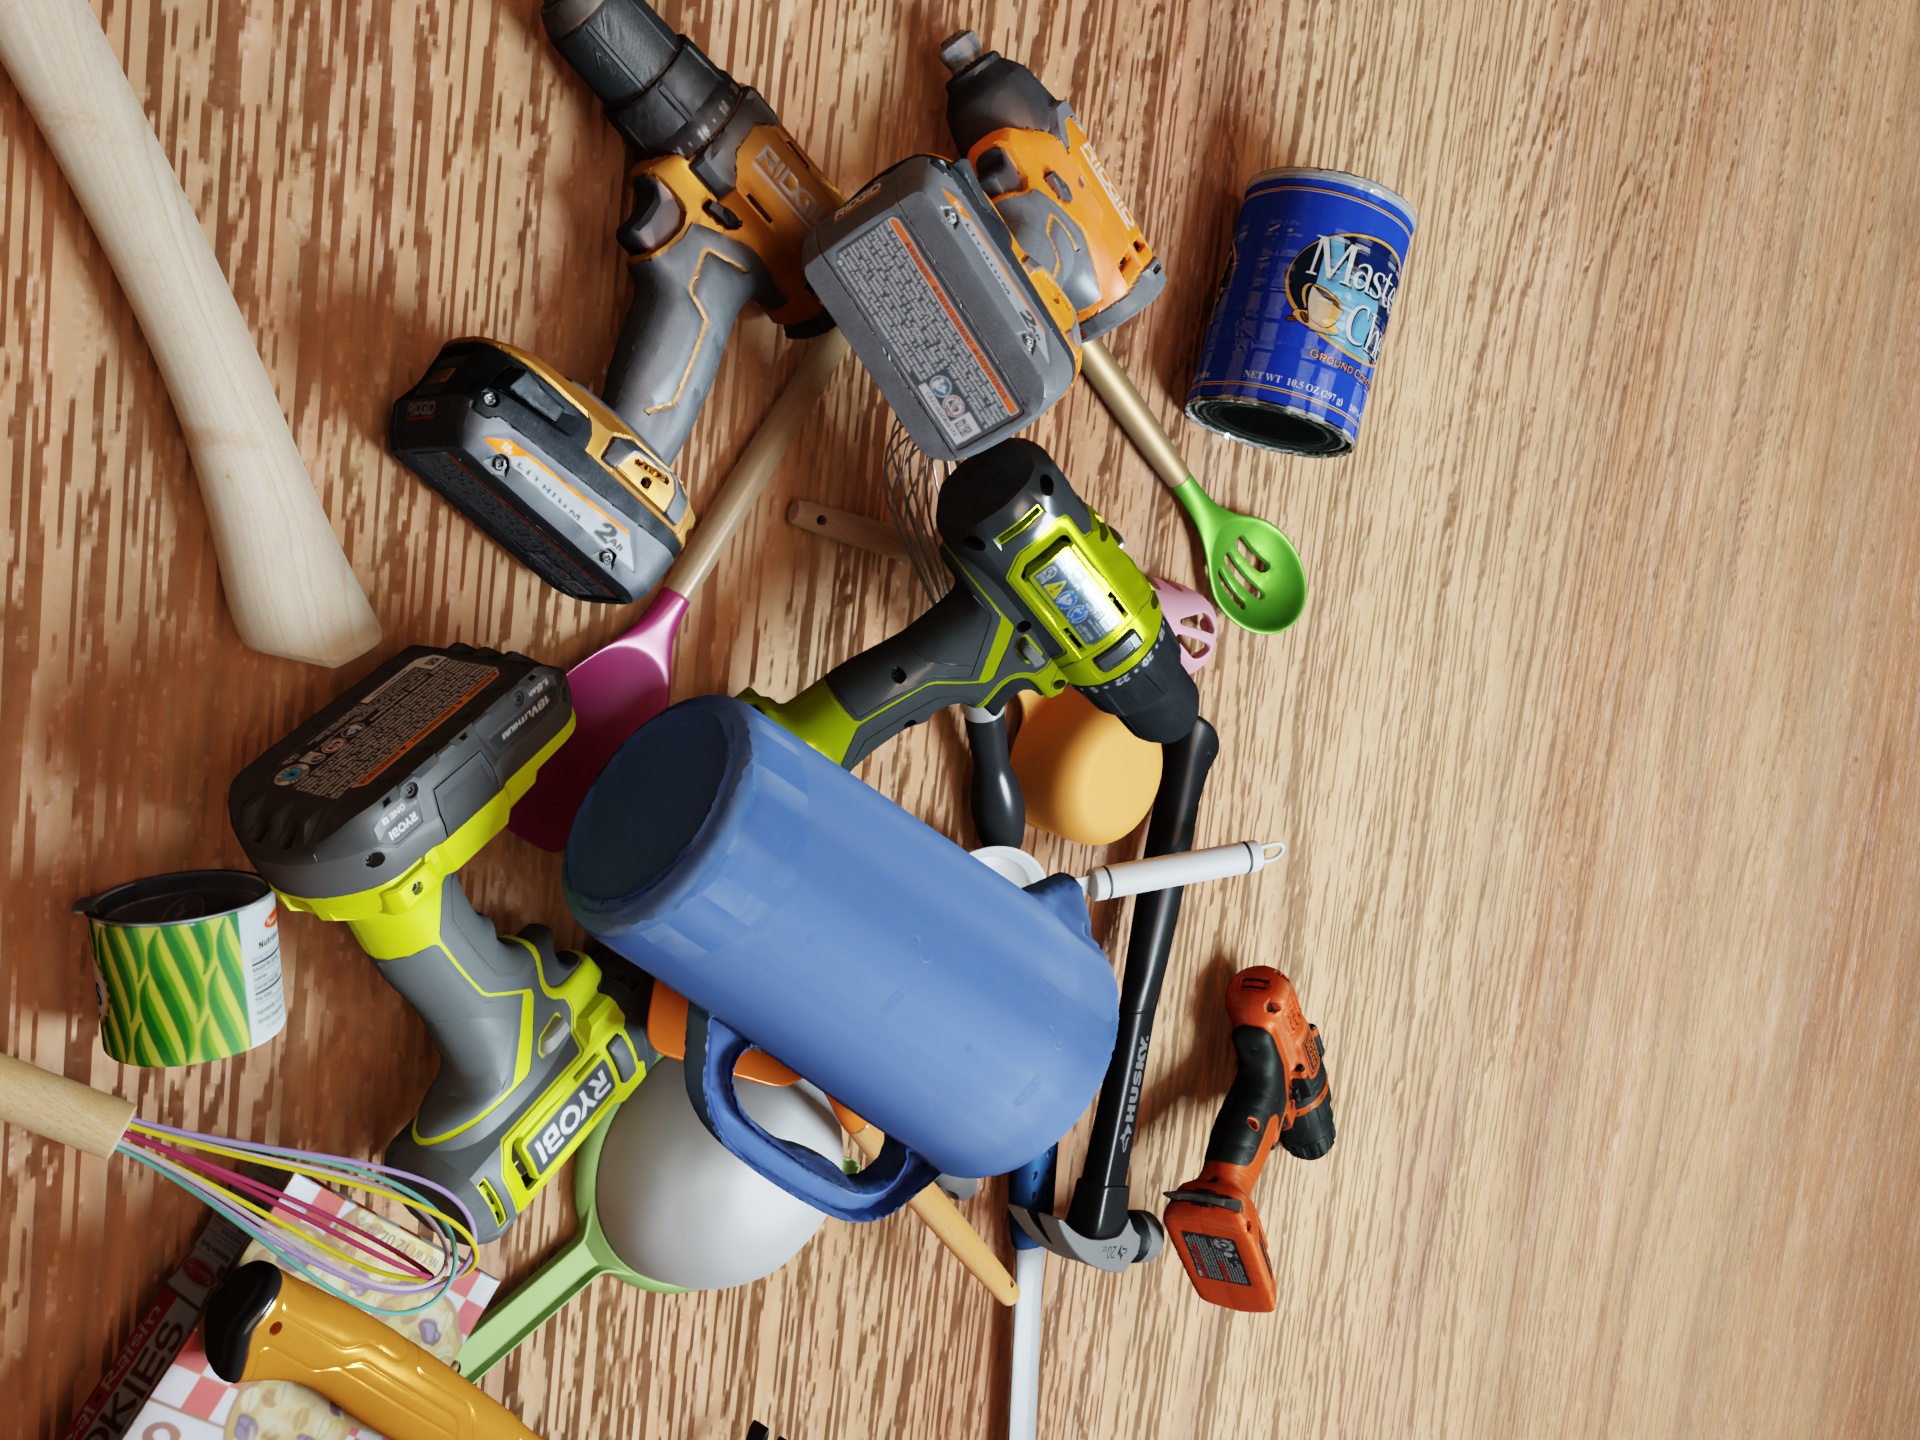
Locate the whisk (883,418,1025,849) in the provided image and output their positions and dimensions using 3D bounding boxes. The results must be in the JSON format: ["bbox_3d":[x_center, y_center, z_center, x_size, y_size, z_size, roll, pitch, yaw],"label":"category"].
[{"bbox_3d":[0.008,-0.038,0.833,0.070,0.070,0.284,-33,131,-30],"label":"whisk"}]

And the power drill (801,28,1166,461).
[{"bbox_3d":[0.013,-0.232,0.746,0.164,0.084,0.227,55,34,-17],"label":"power drill"}]

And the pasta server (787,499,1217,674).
[{"bbox_3d":[0.036,-0.076,0.889,0.316,0.040,0.060,13,91,-36],"label":"pasta server"}]

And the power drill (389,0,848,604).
[{"bbox_3d":[-0.147,-0.187,0.680,0.185,0.084,0.226,44,66,-37],"label":"power drill"}]

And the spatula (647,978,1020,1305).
[{"bbox_3d":[-0.049,0.216,0.805,0.322,0.041,0.081,58,26,-36],"label":"spatula"}]

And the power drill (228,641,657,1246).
[{"bbox_3d":[-0.195,0.086,0.673,0.171,0.080,0.223,-50,139,-43],"label":"power drill"}]

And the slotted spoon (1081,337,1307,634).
[{"bbox_3d":[0.117,-0.162,0.935,0.313,0.031,0.070,47,69,-34],"label":"slotted spoon"}]

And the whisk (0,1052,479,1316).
[{"bbox_3d":[-0.300,0.169,0.608,0.244,0.047,0.051,29,61,-18],"label":"whisk"}]

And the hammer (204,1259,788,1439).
[{"bbox_3d":[-0.198,0.322,0.712,0.127,0.034,0.336,-55,133,-24],"label":"hammer"}]

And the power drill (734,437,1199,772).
[{"bbox_3d":[-0.001,-0.002,0.772,0.228,0.080,0.190,-38,129,5],"label":"power drill"}]

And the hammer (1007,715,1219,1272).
[{"bbox_3d":[0.106,0.159,0.955,0.146,0.035,0.335,25,75,-54],"label":"hammer"}]

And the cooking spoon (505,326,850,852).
[{"bbox_3d":[-0.122,-0.081,0.759,0.068,0.017,0.319,41,73,-42],"label":"cooking spoon"}]

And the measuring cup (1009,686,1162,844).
[{"bbox_3d":[0.061,-0.001,0.891,0.095,0.052,0.173,-46,132,-23],"label":"measuring cup"}]

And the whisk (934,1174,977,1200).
[{"bbox_3d":[-0.040,0.188,0.867,0.055,0.055,0.238,-43,127,-25],"label":"whisk"}]

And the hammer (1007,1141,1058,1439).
[{"bbox_3d":[0.038,0.327,0.962,0.144,0.035,0.405,-6,103,-39],"label":"hammer"}]

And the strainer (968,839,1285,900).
[{"bbox_3d":[0.070,0.094,0.903,0.258,0.050,0.086,-8,119,-18],"label":"strainer"}]

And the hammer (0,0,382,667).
[{"bbox_3d":[-0.301,-0.211,0.575,0.146,0.038,0.410,-33,119,-32],"label":"hammer"}]

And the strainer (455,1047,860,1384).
[{"bbox_3d":[-0.148,0.253,0.771,0.256,0.069,0.151,-37,120,-30],"label":"strainer"}]
